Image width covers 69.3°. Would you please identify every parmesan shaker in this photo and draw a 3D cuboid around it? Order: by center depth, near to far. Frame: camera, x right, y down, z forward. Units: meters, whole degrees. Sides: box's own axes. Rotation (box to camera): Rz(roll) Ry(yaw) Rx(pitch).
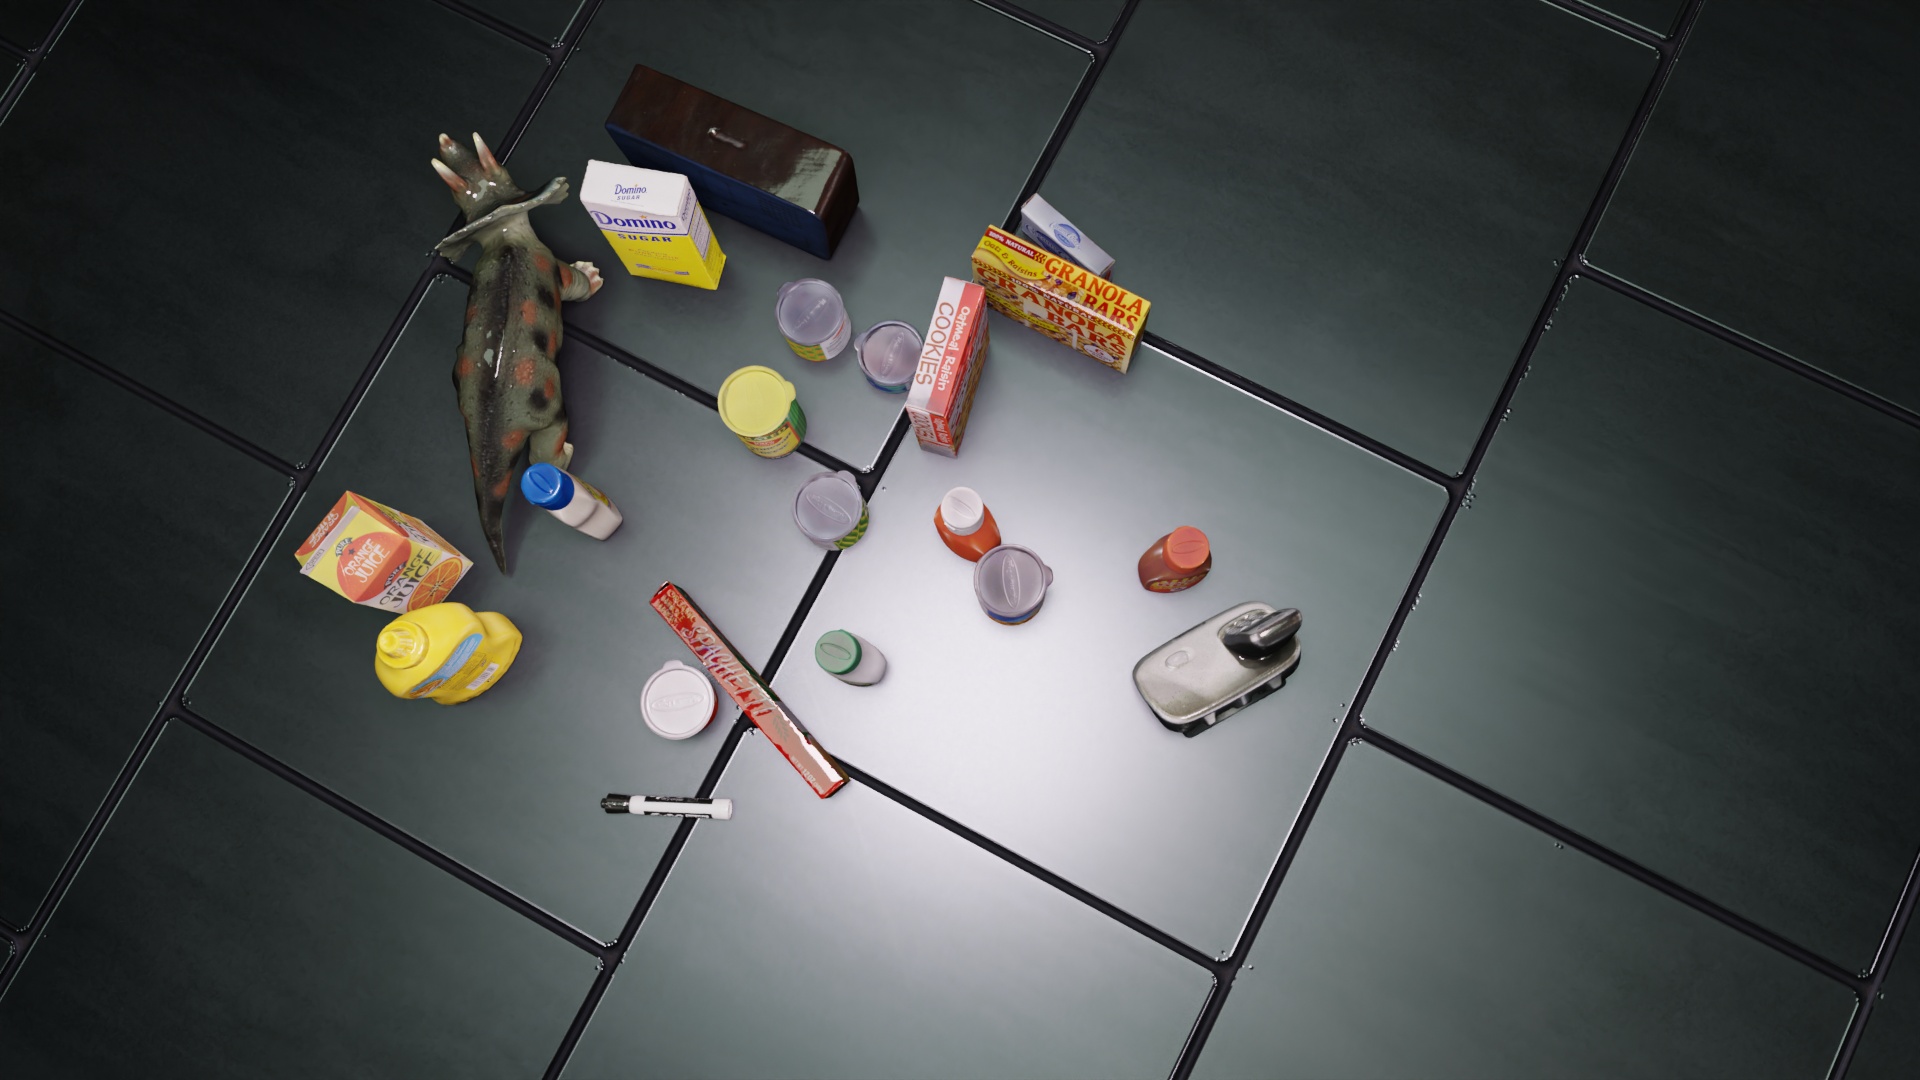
[{"bbox_3d":[-0.181,-0.119,1.304,0.071,0.103,0.071,0,81,3],"label":"parmesan shaker"}]

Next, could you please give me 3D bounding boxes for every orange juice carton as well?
[{"bbox_3d":[-0.524,0.013,1.252,0.073,0.192,0.072,36,84,8],"label":"orange juice carton"}]

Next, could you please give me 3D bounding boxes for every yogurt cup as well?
[{"bbox_3d":[-0.257,0.150,1.286,0.072,0.054,0.072,0,80,3],"label":"yogurt cup"}]

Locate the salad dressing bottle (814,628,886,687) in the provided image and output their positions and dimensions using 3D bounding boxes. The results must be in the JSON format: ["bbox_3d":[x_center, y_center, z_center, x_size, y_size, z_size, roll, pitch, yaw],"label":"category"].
[{"bbox_3d":[-0.102,0.104,1.239,0.064,0.147,0.044,21,83,6],"label":"salad dressing bottle"}]

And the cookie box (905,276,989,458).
[{"bbox_3d":[-0.008,-0.153,1.269,0.040,0.167,0.123,15,82,5],"label":"cookie box"}]

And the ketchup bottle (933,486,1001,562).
[{"bbox_3d":[0.004,-0.016,1.254,0.065,0.148,0.043,35,84,8],"label":"ketchup bottle"}]

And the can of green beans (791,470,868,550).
[{"bbox_3d":[-0.122,-0.027,1.308,0.071,0.057,0.071,0,80,3],"label":"can of green beans"}]

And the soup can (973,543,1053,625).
[{"bbox_3d":[0.049,0.042,1.275,0.071,0.083,0.071,0,81,3],"label":"soup can"}]

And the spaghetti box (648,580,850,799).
[{"bbox_3d":[-0.196,0.138,1.287,0.029,0.050,0.250,-42,81,-4],"label":"spaghetti box"}]

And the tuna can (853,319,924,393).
[{"bbox_3d":[-0.067,-0.178,1.345,0.071,0.033,0.071,0,80,3],"label":"tuna can"}]

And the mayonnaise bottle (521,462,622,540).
[{"bbox_3d":[-0.359,-0.038,1.276,0.065,0.148,0.041,42,85,8],"label":"mayonnaise bottle"}]

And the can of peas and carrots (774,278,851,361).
[{"bbox_3d":[-0.143,-0.213,1.341,0.071,0.058,0.071,0,80,3],"label":"can of peas and carrots"}]

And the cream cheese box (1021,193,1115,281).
[{"bbox_3d":[0.103,-0.287,1.345,0.104,0.053,0.024,42,85,9],"label":"cream cheese box"}]

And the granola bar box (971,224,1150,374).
[{"bbox_3d":[0.093,-0.224,1.299,0.166,0.124,0.039,27,83,7],"label":"granola bar box"}]

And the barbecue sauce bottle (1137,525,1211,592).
[{"bbox_3d":[0.195,0.016,1.240,0.065,0.148,0.044,-11,80,1],"label":"barbecue sauce bottle"}]
